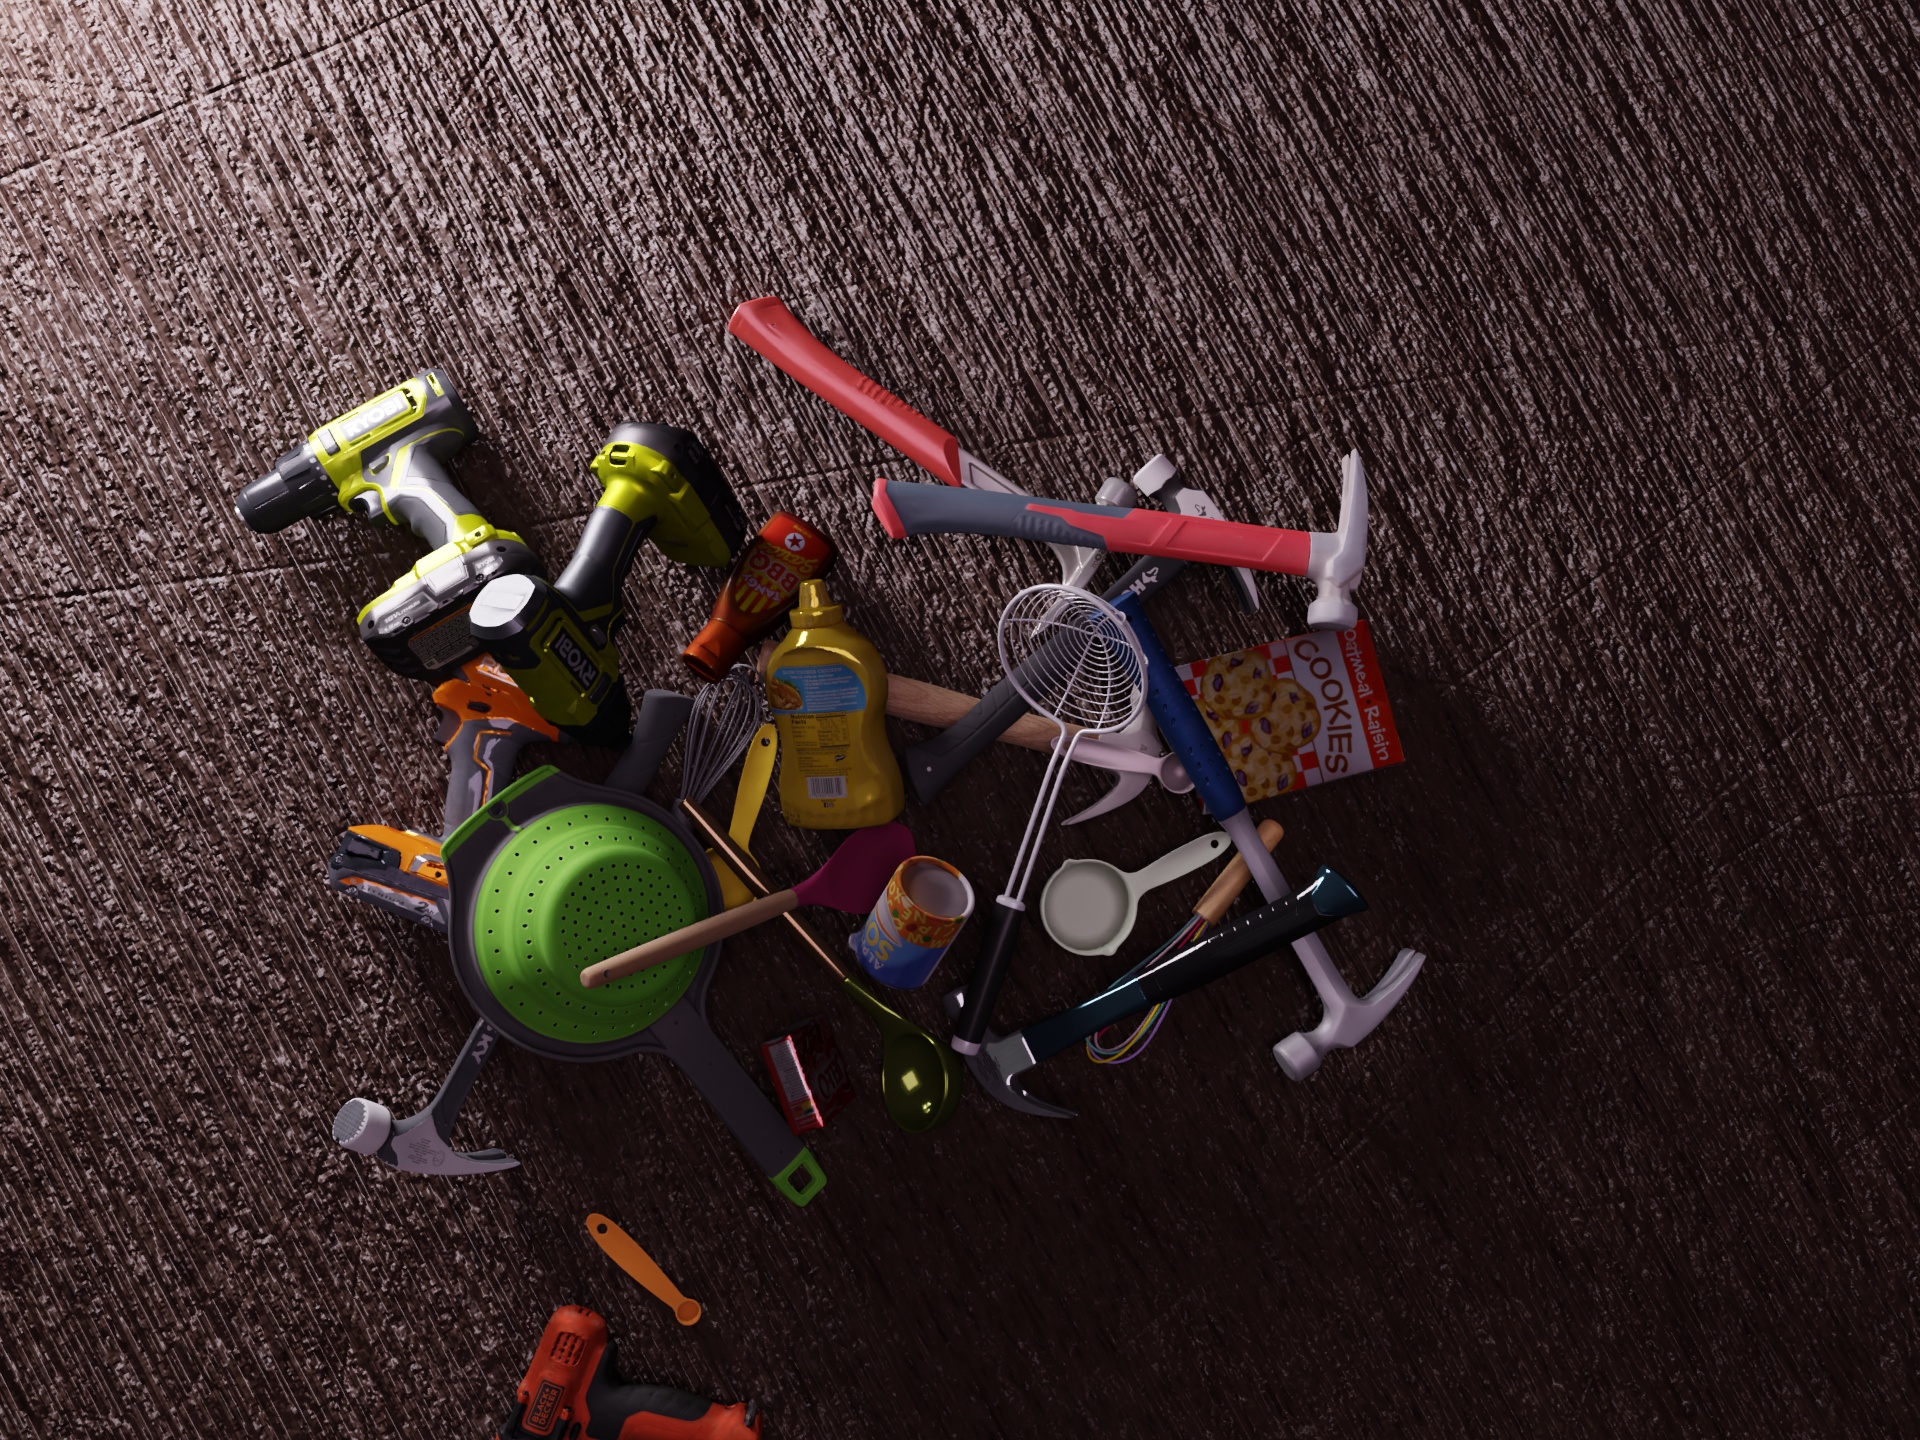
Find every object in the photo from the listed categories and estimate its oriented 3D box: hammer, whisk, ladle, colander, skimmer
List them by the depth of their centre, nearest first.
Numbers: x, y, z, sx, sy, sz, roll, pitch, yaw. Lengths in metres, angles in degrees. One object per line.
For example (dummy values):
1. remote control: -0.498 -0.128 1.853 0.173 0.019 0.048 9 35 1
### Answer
1. colander: -0.211 0.211 1.168 0.204 0.094 0.397 -42 105 -25
2. skimmer: 0.044 0.079 1.193 0.127 0.090 0.363 19 93 27
3. hammer: -0.310 0.154 1.214 0.036 0.149 0.409 14 70 40
4. hammer: 0.152 0.198 1.215 0.331 0.033 0.128 -29 77 13
5. ladle: -0.113 0.186 1.225 0.320 0.078 0.062 49 38 -4
6. hammer: 0.125 -0.164 1.240 0.386 0.038 0.143 7 83 -4
7. whisk: -0.211 0.067 1.252 0.055 0.055 0.239 20 88 -3
8. hammer: 0.223 0.079 1.252 0.144 0.035 0.405 -32 98 -10
9. hammer: 0.088 -0.052 1.262 0.335 0.035 0.146 -42 90 -8
10. whisk: 0.179 0.175 1.280 0.051 0.047 0.245 40 78 1
11. hammer: -0.002 -0.004 1.284 0.331 0.031 0.130 14 83 -3
12. hammer: -0.038 -0.222 1.300 0.359 0.036 0.149 34 82 -2

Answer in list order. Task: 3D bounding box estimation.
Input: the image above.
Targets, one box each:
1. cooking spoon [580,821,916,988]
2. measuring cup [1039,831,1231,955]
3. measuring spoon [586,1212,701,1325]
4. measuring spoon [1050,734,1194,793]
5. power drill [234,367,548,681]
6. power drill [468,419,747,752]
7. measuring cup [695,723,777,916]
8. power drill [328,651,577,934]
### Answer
1. cooking spoon: -0.144 0.138 1.170 0.319 0.017 0.068 -18 102 -46
2. measuring cup: 0.141 0.130 1.281 0.167 0.038 0.083 -25 87 -9
3. measuring spoon: -0.246 0.424 1.232 0.117 0.011 0.021 42 83 4
4. measuring spoon: 0.131 0.031 1.271 0.124 0.018 0.034 13 91 -5
5. power drill: -0.432 -0.145 1.209 0.190 0.080 0.229 -32 65 -8
6. power drill: -0.255 -0.099 1.193 0.080 0.171 0.223 9 58 30
7. measuring cup: -0.172 0.079 1.260 0.062 0.029 0.156 16 84 -5
8. power drill: -0.394 0.038 1.222 0.164 0.084 0.226 22 79 -1
